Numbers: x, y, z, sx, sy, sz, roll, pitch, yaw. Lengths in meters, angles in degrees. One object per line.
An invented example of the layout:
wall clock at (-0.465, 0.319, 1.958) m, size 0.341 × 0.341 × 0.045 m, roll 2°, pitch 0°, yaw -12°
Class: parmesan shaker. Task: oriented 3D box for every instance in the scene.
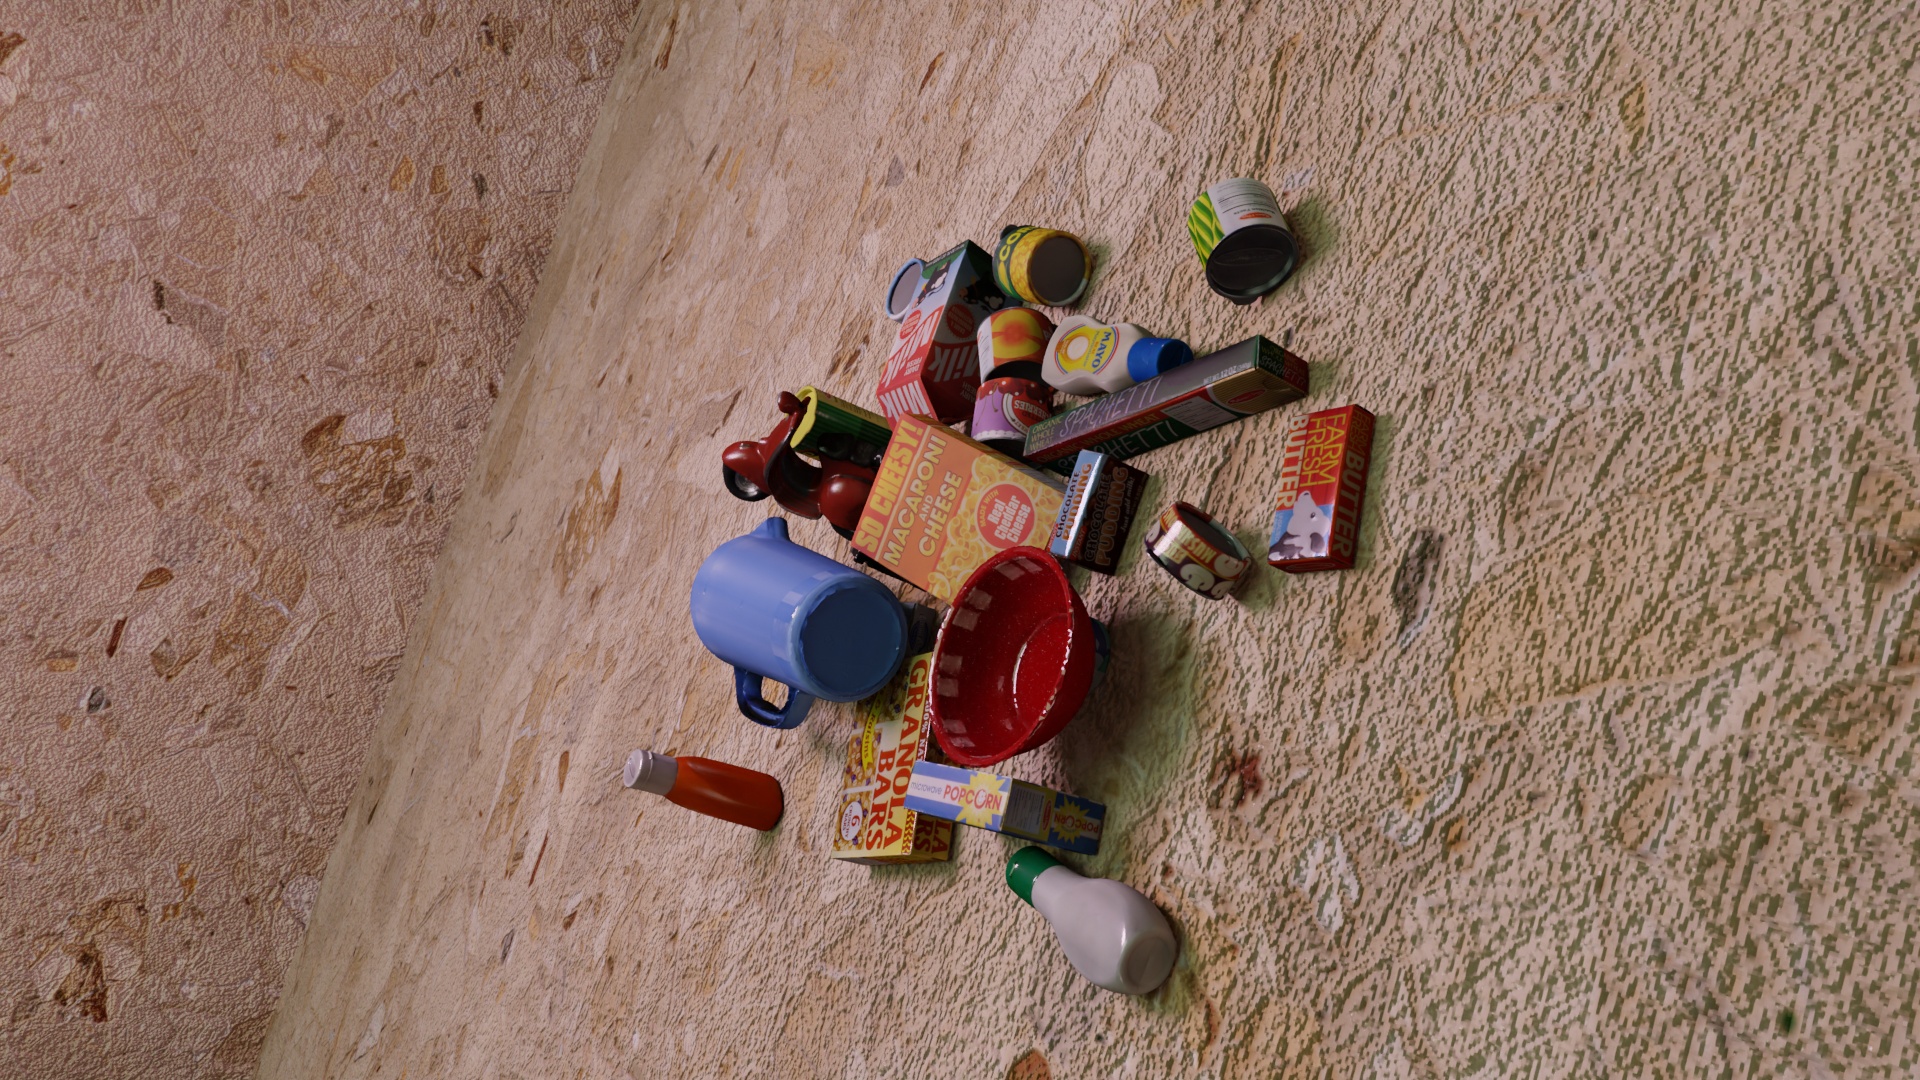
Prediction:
parmesan shaker at (-0.114, -0.102, 1.362) m, size 0.071 × 0.103 × 0.071 m, roll -35°, pitch 45°, yaw 43°

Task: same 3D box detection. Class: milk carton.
milk carton at (-0.014, -0.167, 1.248) m, size 0.072 × 0.073 × 0.191 m, roll -15°, pitch 50°, yaw 52°

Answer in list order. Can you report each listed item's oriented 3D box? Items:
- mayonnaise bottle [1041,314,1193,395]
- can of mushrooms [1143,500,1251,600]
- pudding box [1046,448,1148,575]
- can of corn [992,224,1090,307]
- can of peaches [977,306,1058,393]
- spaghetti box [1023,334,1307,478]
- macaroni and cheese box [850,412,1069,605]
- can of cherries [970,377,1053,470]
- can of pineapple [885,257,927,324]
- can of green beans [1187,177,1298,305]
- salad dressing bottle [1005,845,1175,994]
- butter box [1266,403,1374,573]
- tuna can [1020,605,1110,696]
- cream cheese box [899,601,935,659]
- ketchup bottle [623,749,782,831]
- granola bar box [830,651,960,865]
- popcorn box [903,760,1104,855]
mayonnaise bottle at (0.122, -0.142, 1.084) m, size 0.148 × 0.041 × 0.065 m, roll 18°, pitch 85°, yaw 59°
can of mushrooms at (0.155, 0.006, 0.916) m, size 0.033 × 0.071 × 0.071 m, roll -53°, pitch 35°, yaw 21°
pudding box at (0.101, -0.021, 1.035) m, size 0.030 × 0.049 × 0.083 m, roll 15°, pitch 84°, yaw 57°
can of corn at (0.069, -0.238, 1.196) m, size 0.058 × 0.071 × 0.071 m, roll 29°, pitch 96°, yaw 58°
can of peaches at (0.051, -0.155, 1.180) m, size 0.071 × 0.071 × 0.058 m, roll -38°, pitch 43°, yaw 40°
spaghetti box at (0.141, -0.093, 1.017) m, size 0.249 × 0.050 × 0.029 m, roll -18°, pitch 56°, yaw 52°
macaroni and cheese box at (0.004, -0.014, 1.107) m, size 0.167 × 0.040 × 0.123 m, roll 29°, pitch 104°, yaw 29°
can of cherries at (0.044, -0.096, 1.152) m, size 0.071 × 0.071 × 0.058 m, roll -21°, pitch 53°, yaw 50°
can of pineapple at (-0.032, -0.238, 1.362) m, size 0.070 × 0.058 × 0.071 m, roll -34°, pitch 45°, yaw 43°
can of green beans at (0.200, -0.215, 0.987) m, size 0.071 × 0.071 × 0.058 m, roll -45°, pitch 38°, yaw 34°
salad dressing bottle at (0.081, 0.244, 0.913) m, size 0.148 × 0.044 × 0.064 m, roll 22°, pitch 92°, yaw 60°
butter box at (0.227, -0.032, 0.874) m, size 0.053 × 0.024 × 0.104 m, roll -8°, pitch 65°, yaw 56°
tuna can at (0.077, 0.082, 1.025) m, size 0.070 × 0.033 × 0.071 m, roll -34°, pitch 46°, yaw 43°
cream cheese box at (-0.064, 0.082, 1.249) m, size 0.103 × 0.024 × 0.053 m, roll 0°, pitch 73°, yaw 57°
ketchup bottle at (-0.243, 0.231, 1.312) m, size 0.043 × 0.149 × 0.065 m, roll -58°, pitch 33°, yaw 15°
granola bar box at (-0.047, 0.182, 1.149) m, size 0.124 × 0.039 × 0.166 m, roll -20°, pitch 55°, yaw 52°
popcorn box at (0.029, 0.188, 0.985) m, size 0.126 × 0.085 × 0.038 m, roll -3°, pitch 69°, yaw 56°
